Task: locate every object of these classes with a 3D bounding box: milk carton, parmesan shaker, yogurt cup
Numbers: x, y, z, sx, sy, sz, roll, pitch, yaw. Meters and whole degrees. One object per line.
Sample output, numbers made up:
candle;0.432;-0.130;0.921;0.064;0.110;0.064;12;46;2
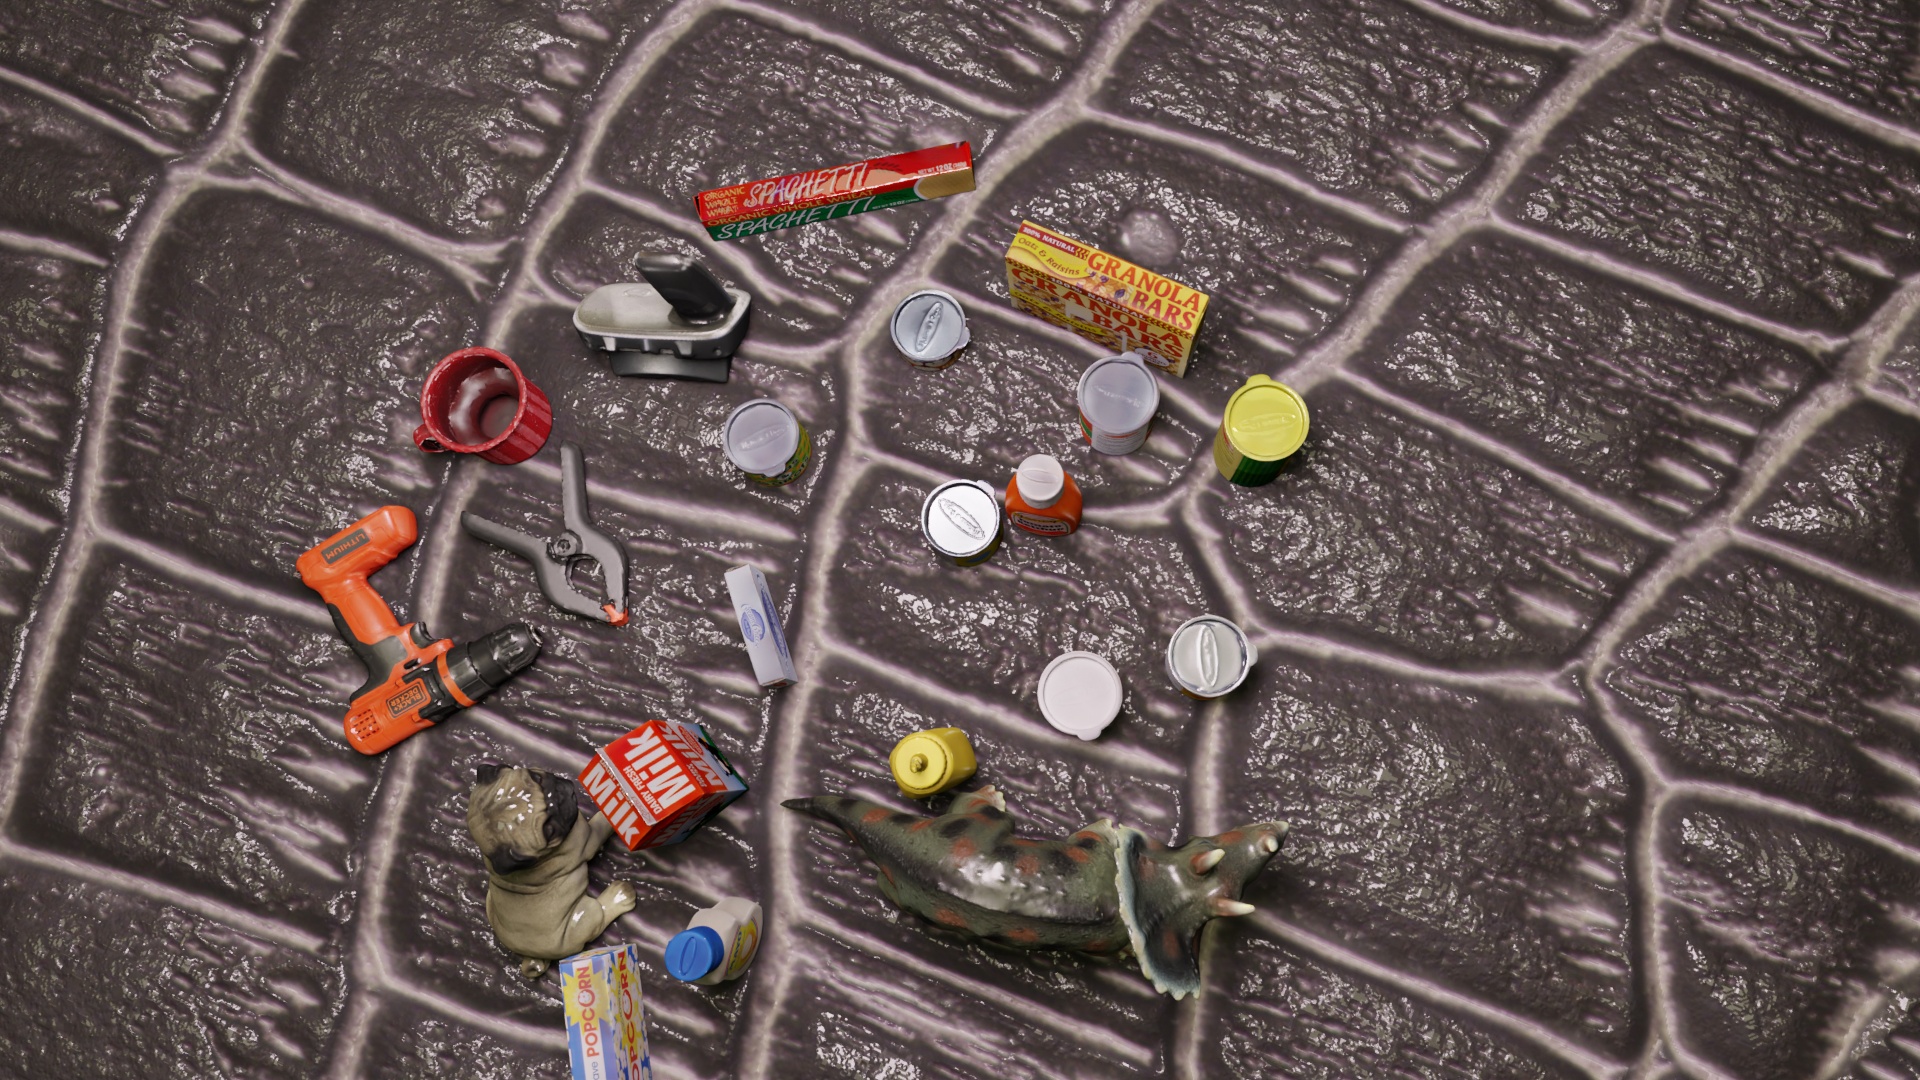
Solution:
milk carton;-0.235;0.192;1.091;0.073;0.190;0.072;-39;79;-2
parmesan shaker;0.246;-0.089;1.146;0.071;0.103;0.071;-1;80;5
yogurt cup;0.098;0.127;1.144;0.072;0.054;0.072;-1;80;5

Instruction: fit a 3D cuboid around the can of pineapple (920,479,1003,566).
can of pineapple;0.004;-0.015;1.176;0.071;0.058;0.071;-1;80;5

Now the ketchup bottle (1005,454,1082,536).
ketchup bottle;0.067;-0.037;1.128;0.065;0.148;0.043;10;81;7

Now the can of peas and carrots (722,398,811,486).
can of peas and carrots;-0.165;-0.082;1.202;0.071;0.058;0.071;-1;80;5

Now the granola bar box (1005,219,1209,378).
granola bar box;0.123;-0.201;1.166;0.166;0.124;0.039;24;83;9

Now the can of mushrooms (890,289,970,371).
can of mushrooms;-0.025;-0.183;1.222;0.071;0.033;0.071;-1;80;5

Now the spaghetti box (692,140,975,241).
spaghetti box;-0.111;-0.312;1.244;0.250;0.050;0.029;-10;79;3

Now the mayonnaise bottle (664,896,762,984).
mayonnaise bottle;-0.192;0.317;1.086;0.041;0.148;0.065;13;82;7

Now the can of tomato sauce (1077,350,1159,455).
can of tomato sauce;0.132;-0.114;1.170;0.071;0.083;0.071;-1;80;5

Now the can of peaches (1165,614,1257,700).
can of peaches;0.204;0.097;1.138;0.071;0.058;0.071;-1;80;5

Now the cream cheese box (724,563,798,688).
cream cheese box;-0.169;0.074;1.177;0.024;0.053;0.104;-20;79;1

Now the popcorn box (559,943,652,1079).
popcorn box;-0.282;0.393;1.112;0.038;0.085;0.127;-11;79;3

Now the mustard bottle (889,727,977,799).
mustard bottle;-0.025;0.174;1.092;0.065;0.160;0.049;-25;79;0
